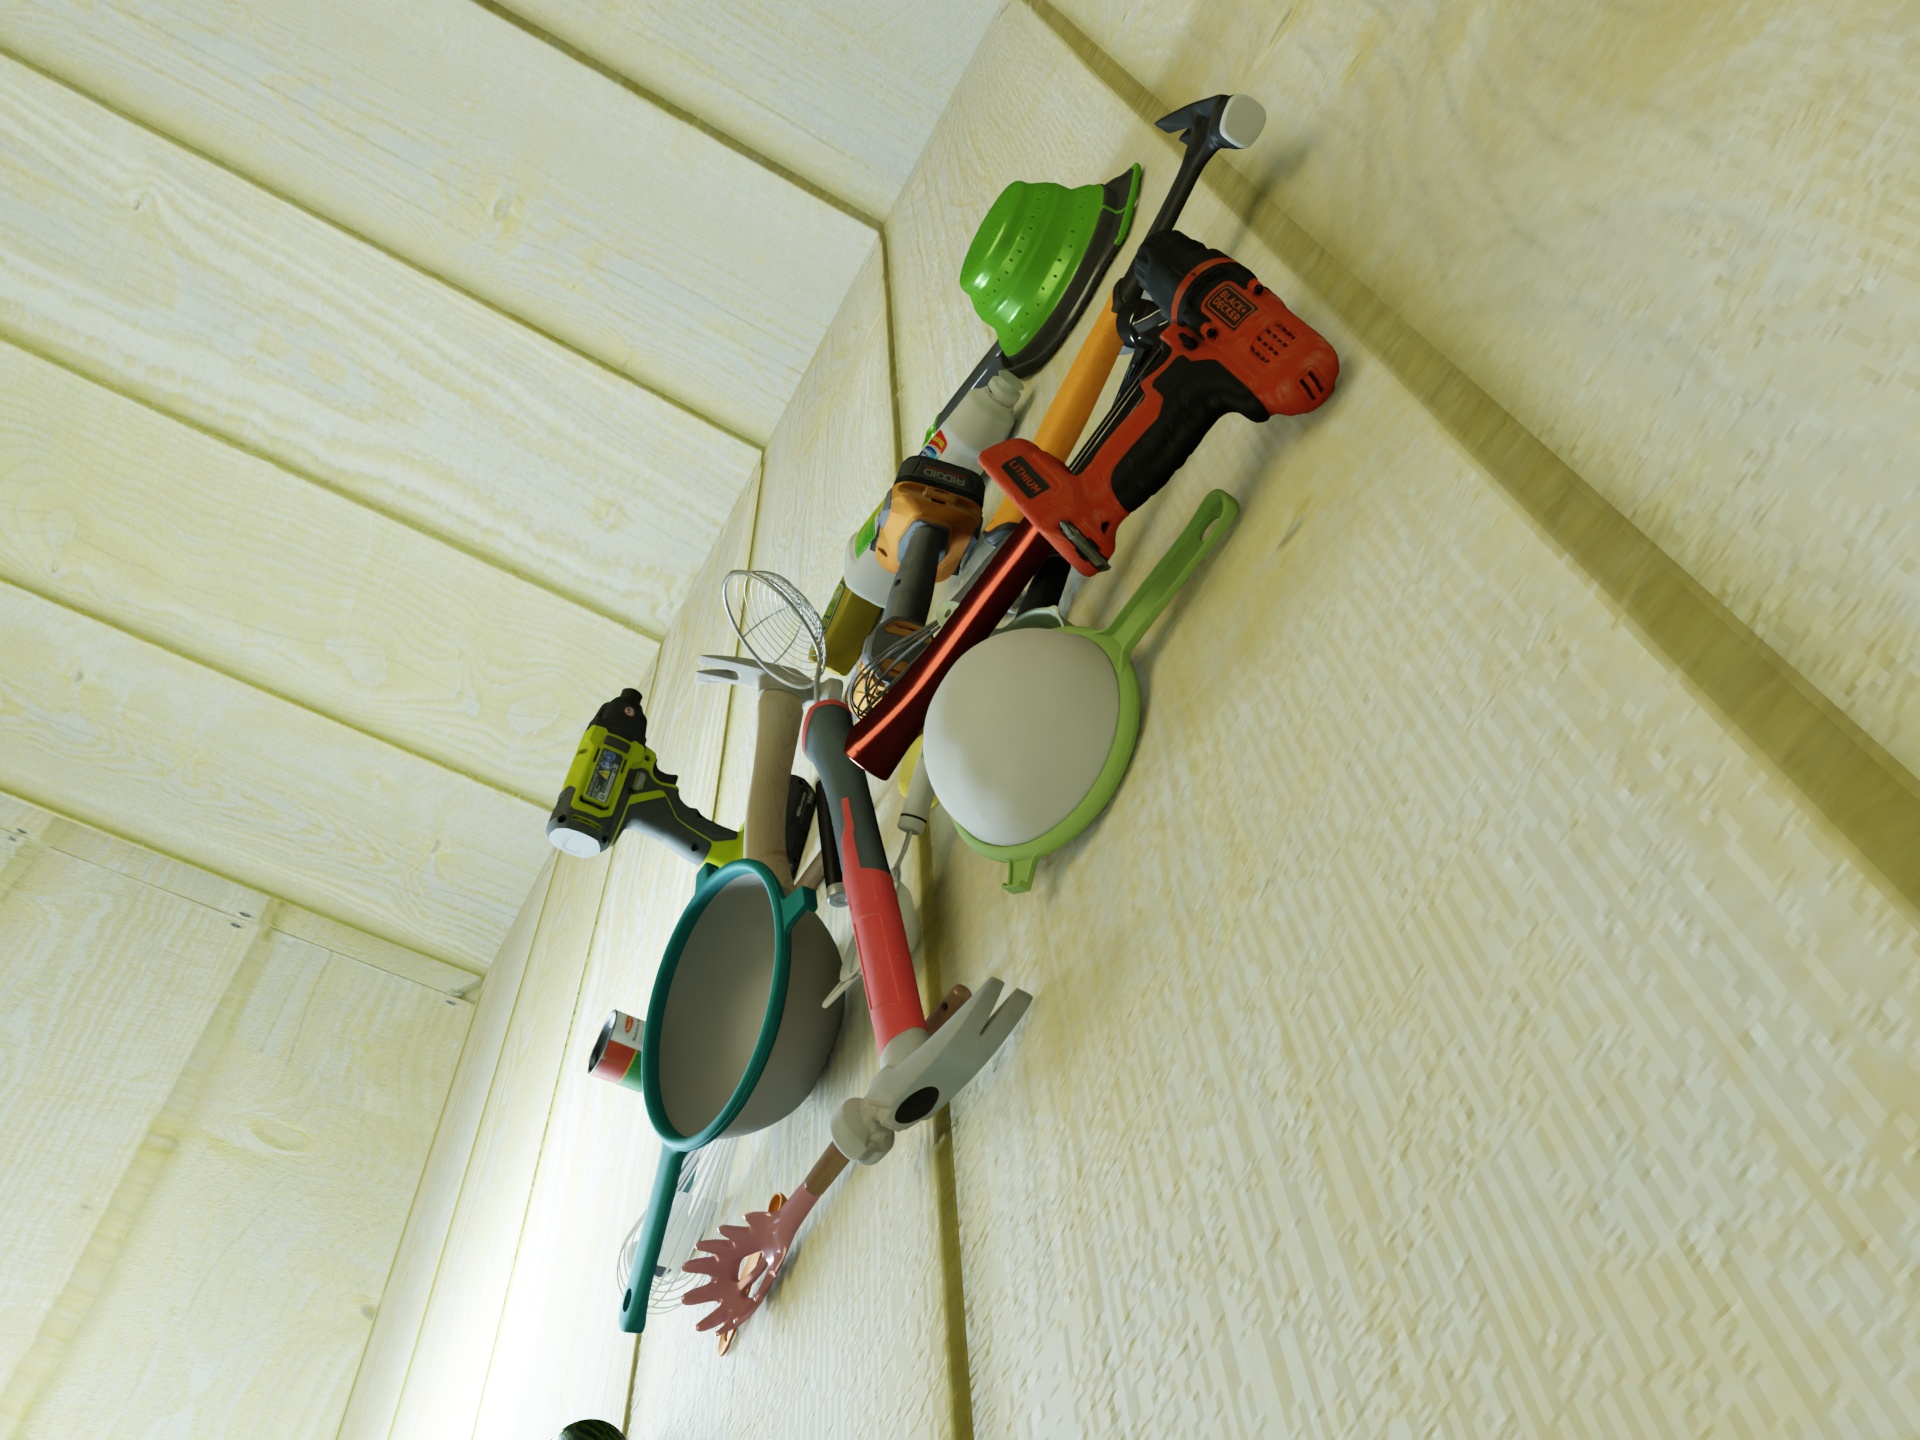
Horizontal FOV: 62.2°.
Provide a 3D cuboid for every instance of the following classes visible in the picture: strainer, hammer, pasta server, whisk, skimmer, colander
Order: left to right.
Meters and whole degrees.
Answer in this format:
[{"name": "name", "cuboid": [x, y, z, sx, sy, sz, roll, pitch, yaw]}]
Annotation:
[{"name": "hammer", "cuboid": [-0.211, 0.297, 1.339, 0.128, 0.033, 0.331, -36, 37, 58]}, {"name": "whisk", "cuboid": [-0.182, 0.314, 1.221, 0.070, 0.070, 0.285, -27, 36, 64]}, {"name": "strainer", "cuboid": [-0.162, 0.275, 1.154, 0.211, 0.095, 0.340, 2, 75, 59]}, {"name": "hammer", "cuboid": [-0.179, 0.059, 1.419, 0.411, 0.146, 0.038, -96, 21, -59]}, {"name": "skimmer", "cuboid": [-0.151, 0.012, 1.374, 0.127, 0.090, 0.364, 90, 171, -48]}, {"name": "pasta server", "cuboid": [-0.085, 0.279, 1.006, 0.316, 0.040, 0.060, -55, 53, 24]}, {"name": "hammer", "cuboid": [-0.050, 0.093, 1.028, 0.143, 0.038, 0.387, -48, 31, 20]}, {"name": "strainer", "cuboid": [-0.034, 0.080, 1.096, 0.087, 0.050, 0.258, 146, 143, -69]}, {"name": "whisk", "cuboid": [-0.004, -0.068, 1.130, 0.239, 0.055, 0.055, -45, 25, 36]}, {"name": "colander", "cuboid": [0.026, -0.393, 1.530, 0.397, 0.094, 0.205, -42, 28, 52]}, {"name": "hammer", "cuboid": [0.049, -0.110, 1.007, 0.359, 0.036, 0.149, -53, 32, 4]}, {"name": "strainer", "cuboid": [0.059, -0.038, 0.912, 0.256, 0.069, 0.152, -52, 38, 15]}, {"name": "hammer", "cuboid": [0.075, -0.123, 1.101, 0.409, 0.036, 0.149, -68, 18, -9]}, {"name": "hammer", "cuboid": [0.101, -0.272, 1.110, 0.337, 0.034, 0.127, -63, 20, 6]}]

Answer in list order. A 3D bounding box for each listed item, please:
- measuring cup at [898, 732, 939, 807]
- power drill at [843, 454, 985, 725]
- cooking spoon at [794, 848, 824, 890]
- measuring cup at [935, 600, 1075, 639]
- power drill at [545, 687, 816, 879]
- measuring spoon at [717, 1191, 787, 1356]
[{"name": "measuring cup", "cuboid": [-0.002, -0.004, 1.167, 0.156, 0.029, 0.062, -59, 17, 23]}, {"name": "power drill", "cuboid": [-0.049, -0.084, 1.337, 0.185, 0.084, 0.226, 118, 166, -61]}, {"name": "cooking spoon", "cuboid": [-0.158, 0.177, 1.407, 0.318, 0.017, 0.069, -54, 23, 33]}, {"name": "measuring cup", "cuboid": [0.031, -0.045, 1.046, 0.083, 0.038, 0.168, -58, 32, 4]}, {"name": "power drill", "cuboid": [-0.256, 0.075, 1.492, 0.080, 0.223, 0.171, -43, 27, 50]}, {"name": "measuring spoon", "cuboid": [-0.141, 0.378, 1.085, 0.021, 0.011, 0.117, 15, 83, 66]}]
